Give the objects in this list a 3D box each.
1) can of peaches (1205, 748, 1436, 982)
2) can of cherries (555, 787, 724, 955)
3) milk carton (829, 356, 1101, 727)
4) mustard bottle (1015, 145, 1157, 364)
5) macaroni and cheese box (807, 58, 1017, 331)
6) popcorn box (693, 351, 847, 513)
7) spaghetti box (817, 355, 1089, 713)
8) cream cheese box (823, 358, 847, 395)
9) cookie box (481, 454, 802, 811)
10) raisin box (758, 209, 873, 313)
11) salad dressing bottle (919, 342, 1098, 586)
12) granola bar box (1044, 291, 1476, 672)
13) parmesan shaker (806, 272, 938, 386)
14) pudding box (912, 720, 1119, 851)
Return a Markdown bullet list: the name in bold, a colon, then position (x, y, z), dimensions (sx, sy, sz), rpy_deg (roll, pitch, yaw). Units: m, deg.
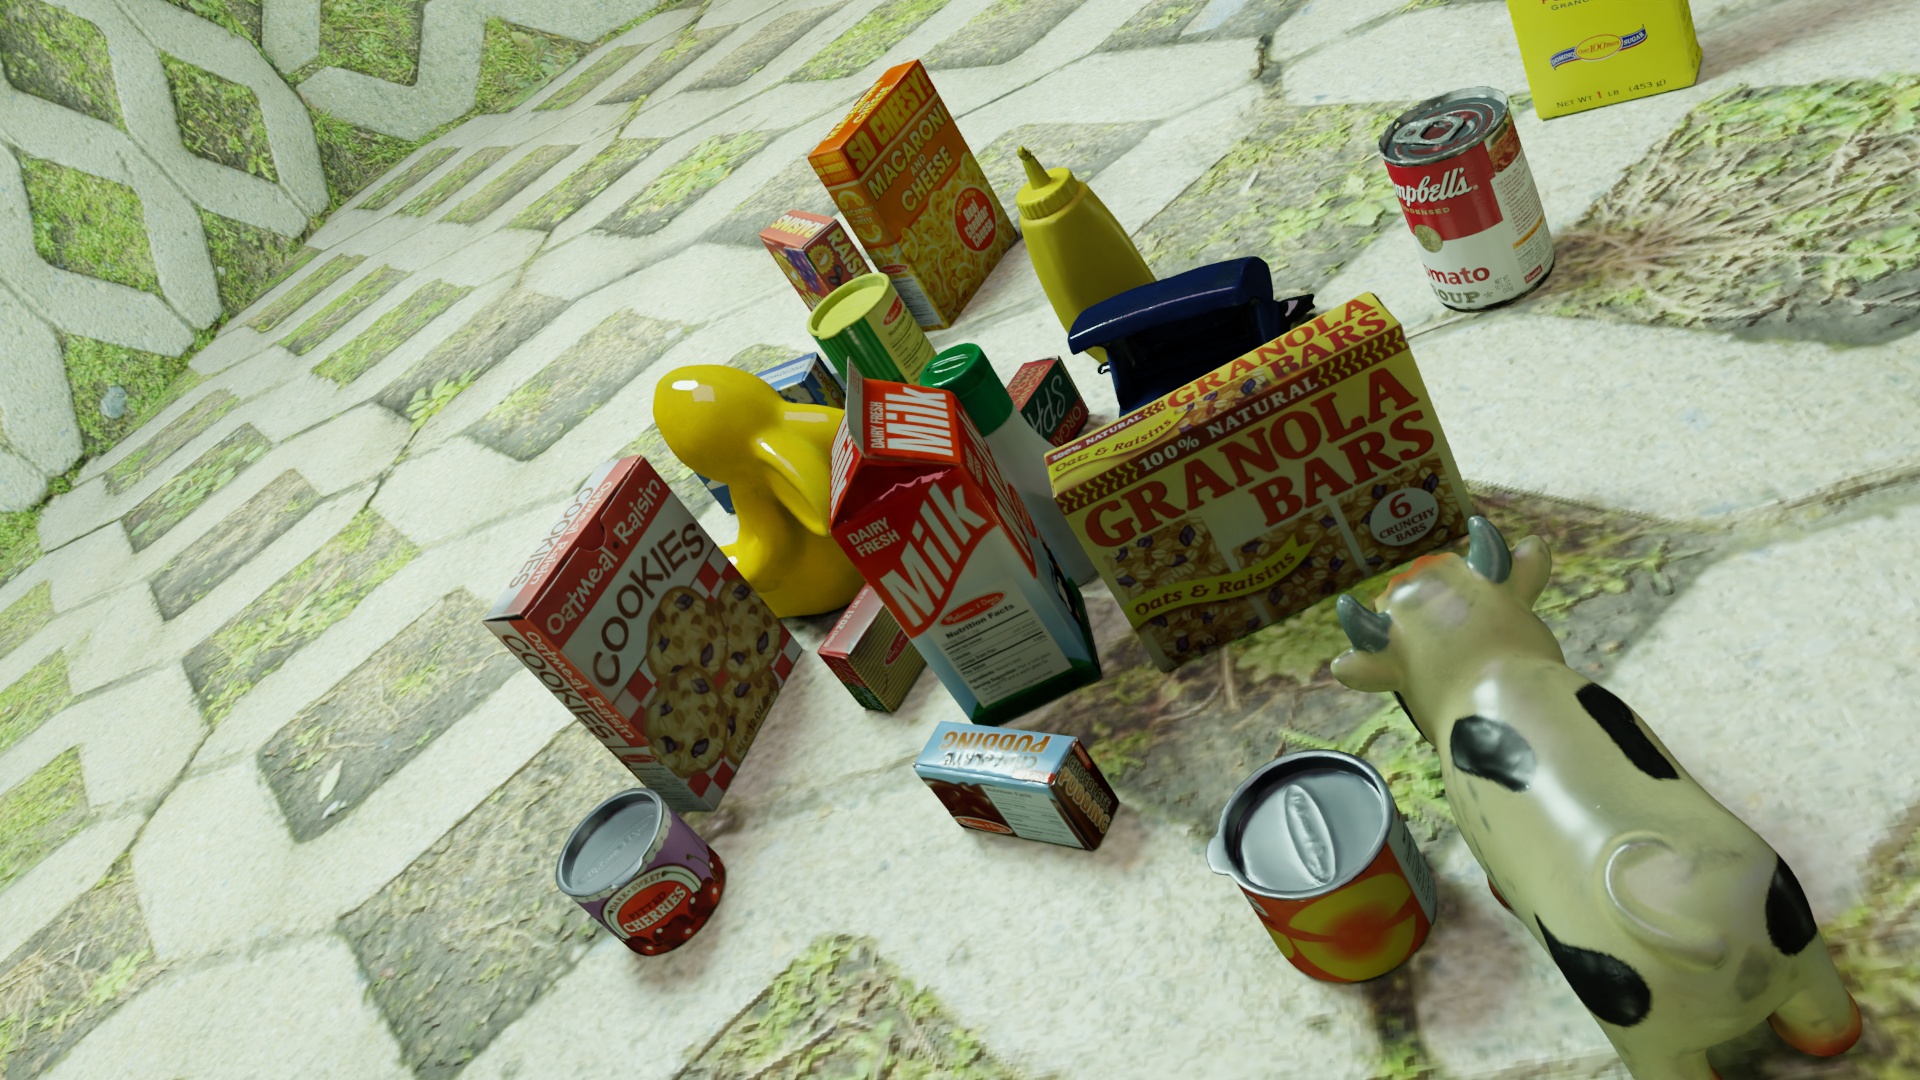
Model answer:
- **can of peaches**: position (0.135, 0.123, 0.520), dimensions (0.071, 0.058, 0.071), rpy_deg (-23, 34, 17)
- **can of cherries**: position (-0.164, 0.173, 0.719), dimensions (0.071, 0.058, 0.072), rpy_deg (-23, 34, 17)
- **milk carton**: position (-0.007, -0.002, 0.686), dimensions (0.073, 0.190, 0.073), rpy_deg (-26, 33, 13)
- **mustard bottle**: position (0.075, -0.186, 0.884), dimensions (0.065, 0.159, 0.049), rpy_deg (-39, 32, -8)
- **macaroni and cheese box**: position (-0.034, -0.265, 1.078), dimensions (0.040, 0.166, 0.124), rpy_deg (-1, 45, 42)
- **popcorn box**: position (-0.136, -0.075, 0.995), dimensions (0.126, 0.085, 0.038), rpy_deg (-16, 37, 26)
- **spaghetti box**: position (0.003, -0.010, 0.820), dimensions (0.028, 0.050, 0.251), rpy_deg (1, 46, 43)
- **cream cheese box**: position (-0.106, -0.106, 1.038), dimensions (0.103, 0.053, 0.024), rpy_deg (-8, 41, 35)
- **cookie box**: position (-0.170, 0.053, 0.780), dimensions (0.040, 0.167, 0.123), rpy_deg (-8, 40, 35)
- **raisin box**: position (-0.095, -0.194, 1.079), dimensions (0.040, 0.123, 0.086), rpy_deg (-42, 33, -12)
- **salad dressing bottle**: position (0.030, -0.038, 0.742), dimensions (0.064, 0.147, 0.044), rpy_deg (-12, 39, 31)
- **granola bar box**: position (0.140, -0.023, 0.646), dimensions (0.165, 0.123, 0.039), rpy_deg (-27, 33, 12)
- **parmesan shaker**: position (-0.054, -0.124, 0.969), dimensions (0.071, 0.102, 0.072), rpy_deg (-23, 34, 17)
- **pudding box**: position (0.025, 0.112, 0.640), dimensions (0.083, 0.049, 0.030), rpy_deg (0, 45, 41)
